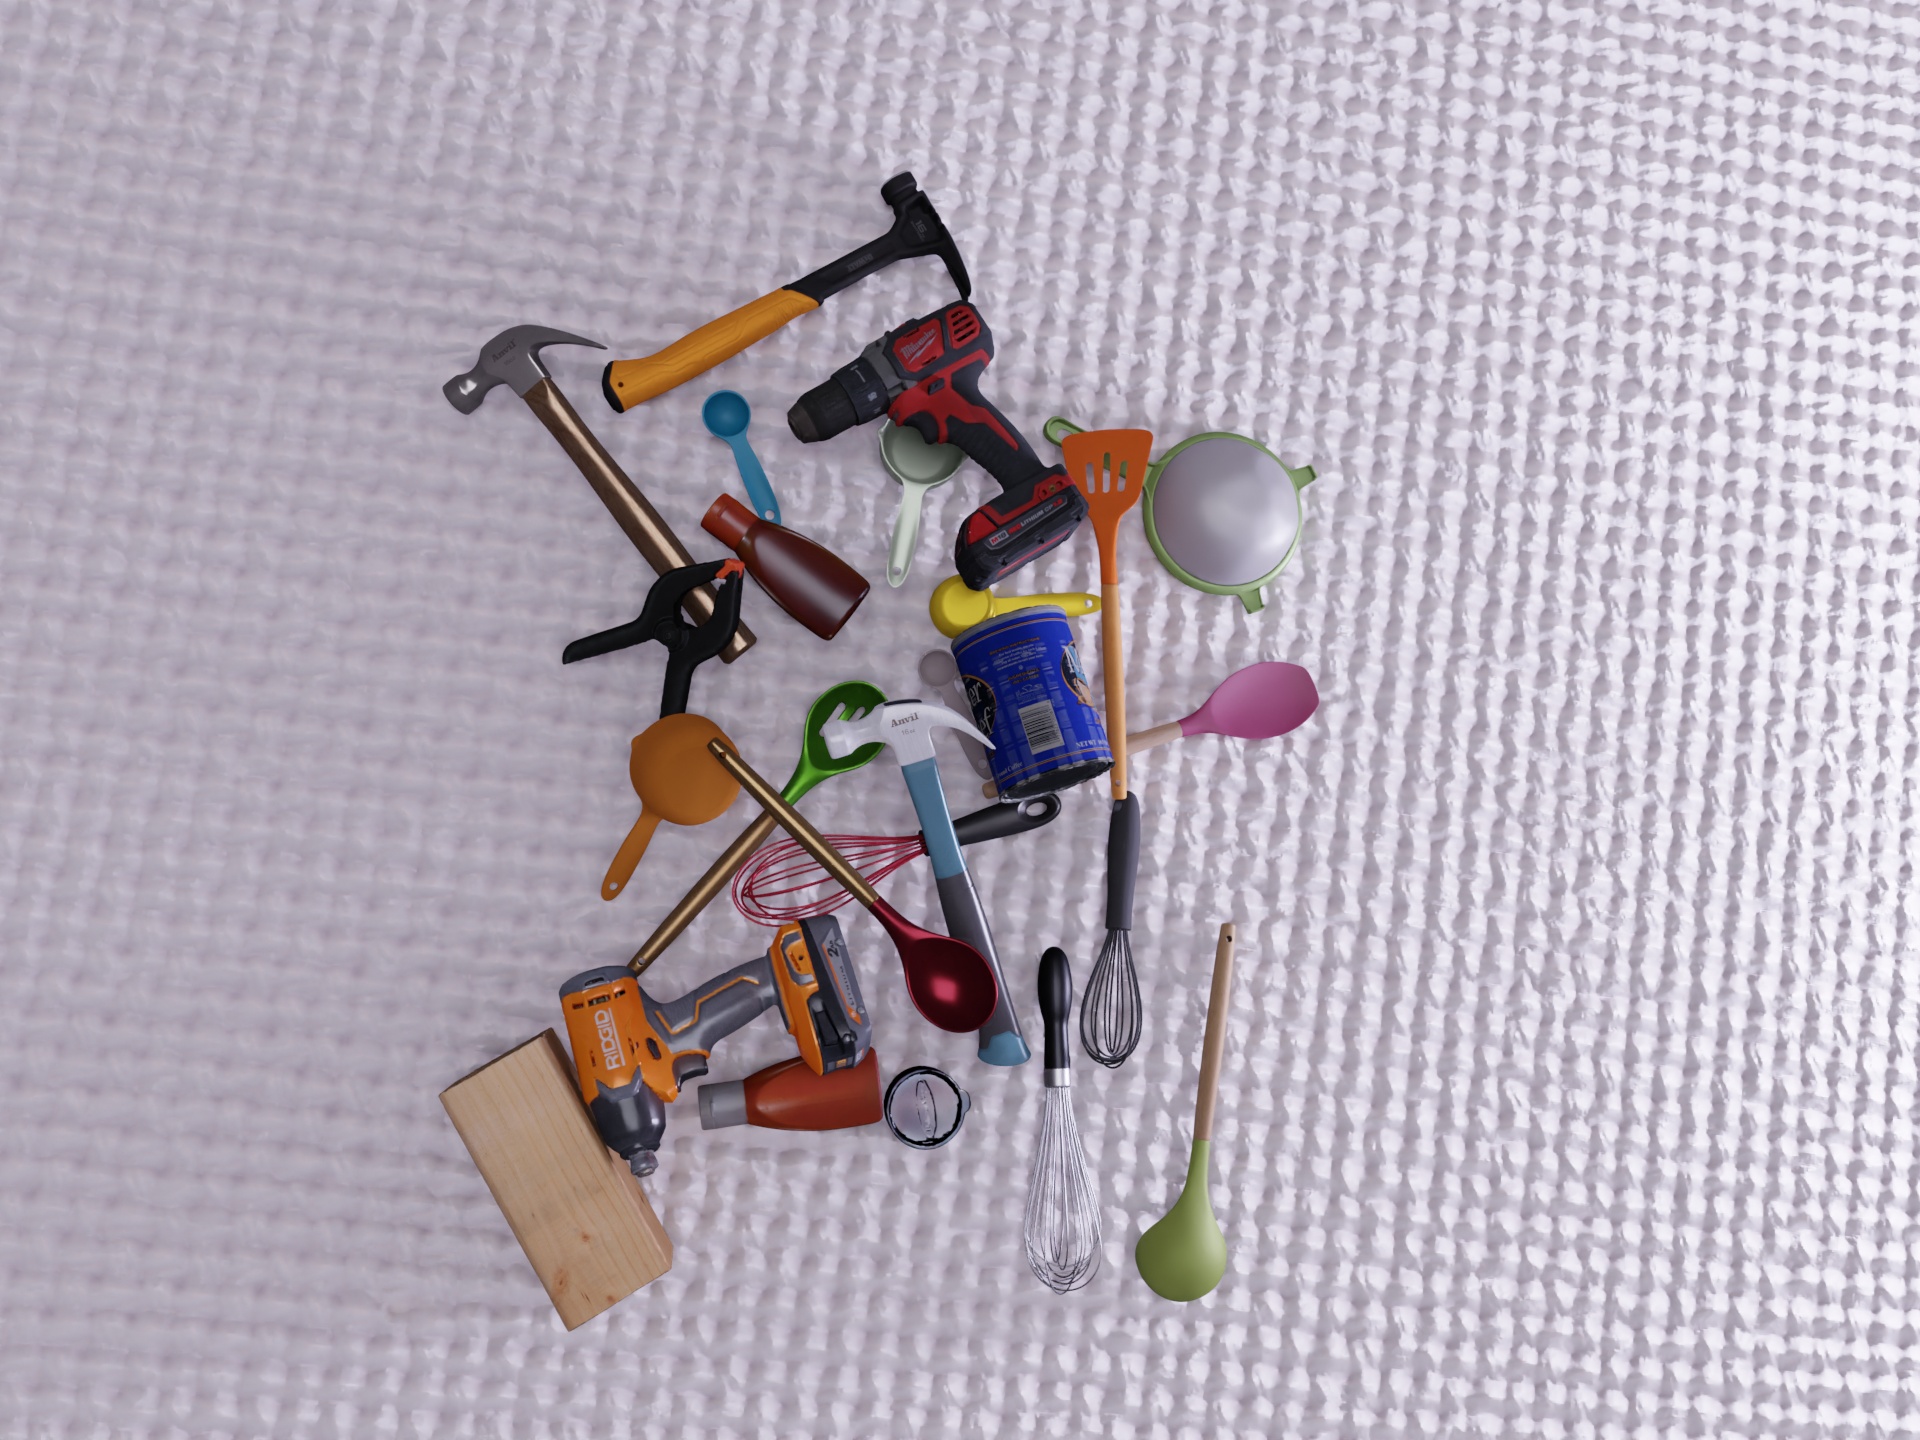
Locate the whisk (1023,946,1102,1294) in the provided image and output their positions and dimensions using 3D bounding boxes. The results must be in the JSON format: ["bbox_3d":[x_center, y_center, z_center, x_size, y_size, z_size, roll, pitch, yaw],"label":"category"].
[{"bbox_3d":[0.083,0.334,1.340,0.070,0.070,0.285,1,78,-9],"label":"whisk"}]

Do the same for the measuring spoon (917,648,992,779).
[{"bbox_3d":[-0.002,-0.004,1.384,0.034,0.018,0.124,-26,95,-11],"label":"measuring spoon"}]

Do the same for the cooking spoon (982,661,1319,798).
[{"bbox_3d":[0.169,0.015,1.405,0.319,0.017,0.069,-17,78,-11],"label":"cooking spoon"}]

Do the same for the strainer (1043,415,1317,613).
[{"bbox_3d":[0.195,-0.213,1.407,0.256,0.069,0.151,25,81,-7],"label":"strainer"}]

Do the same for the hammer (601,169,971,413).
[{"bbox_3d":[-0.155,-0.352,1.385,0.337,0.034,0.127,-30,88,-11],"label":"hammer"}]

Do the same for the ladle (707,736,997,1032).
[{"bbox_3d":[-0.090,0.129,1.279,0.069,0.031,0.315,-44,93,1],"label":"ladle"}]

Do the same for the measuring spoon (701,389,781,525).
[{"bbox_3d":[-0.186,-0.223,1.378,0.042,0.021,0.128,-24,97,-12],"label":"measuring spoon"}]

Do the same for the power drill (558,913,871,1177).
[{"bbox_3d":[-0.189,0.255,1.259,0.226,0.084,0.164,-15,66,-13],"label":"power drill"}]

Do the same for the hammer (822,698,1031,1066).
[{"bbox_3d":[-0.005,0.138,1.308,0.128,0.033,0.331,-18,105,-5],"label":"hammer"}]

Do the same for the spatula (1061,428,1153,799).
[{"bbox_3d":[0.132,-0.093,1.380,0.081,0.041,0.322,-2,92,12],"label":"spatula"}]

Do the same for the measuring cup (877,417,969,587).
[{"bbox_3d":[-0.043,-0.195,1.385,0.083,0.038,0.167,12,84,-8],"label":"measuring cup"}]

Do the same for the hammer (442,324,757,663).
[{"bbox_3d":[-0.283,-0.189,1.336,0.130,0.031,0.331,-37,95,10],"label":"hammer"}]

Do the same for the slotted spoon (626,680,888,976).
[{"bbox_3d":[-0.172,0.092,1.338,0.070,0.031,0.314,41,81,-3],"label":"slotted spoon"}]

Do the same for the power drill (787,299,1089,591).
[{"bbox_3d":[-0.018,-0.222,1.335,0.188,0.080,0.227,-31,87,-11],"label":"power drill"}]

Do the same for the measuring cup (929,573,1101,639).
[{"bbox_3d":[0.051,-0.102,1.392,0.156,0.029,0.062,-3,84,-7],"label":"measuring cup"}]

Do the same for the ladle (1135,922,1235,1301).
[{"bbox_3d":[0.207,0.334,1.371,0.078,0.062,0.320,11,75,-6],"label":"ladle"}]

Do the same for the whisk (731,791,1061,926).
[{"bbox_3d":[-0.049,0.109,1.343,0.296,0.073,0.073,-15,87,-17],"label":"whisk"}]

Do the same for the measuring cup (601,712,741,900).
[{"bbox_3d":[-0.243,0.079,1.304,0.095,0.052,0.173,30,89,-30],"label":"measuring cup"}]

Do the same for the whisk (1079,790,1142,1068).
[{"bbox_3d":[0.135,0.178,1.371,0.055,0.055,0.239,7,78,-8],"label":"whisk"}]
